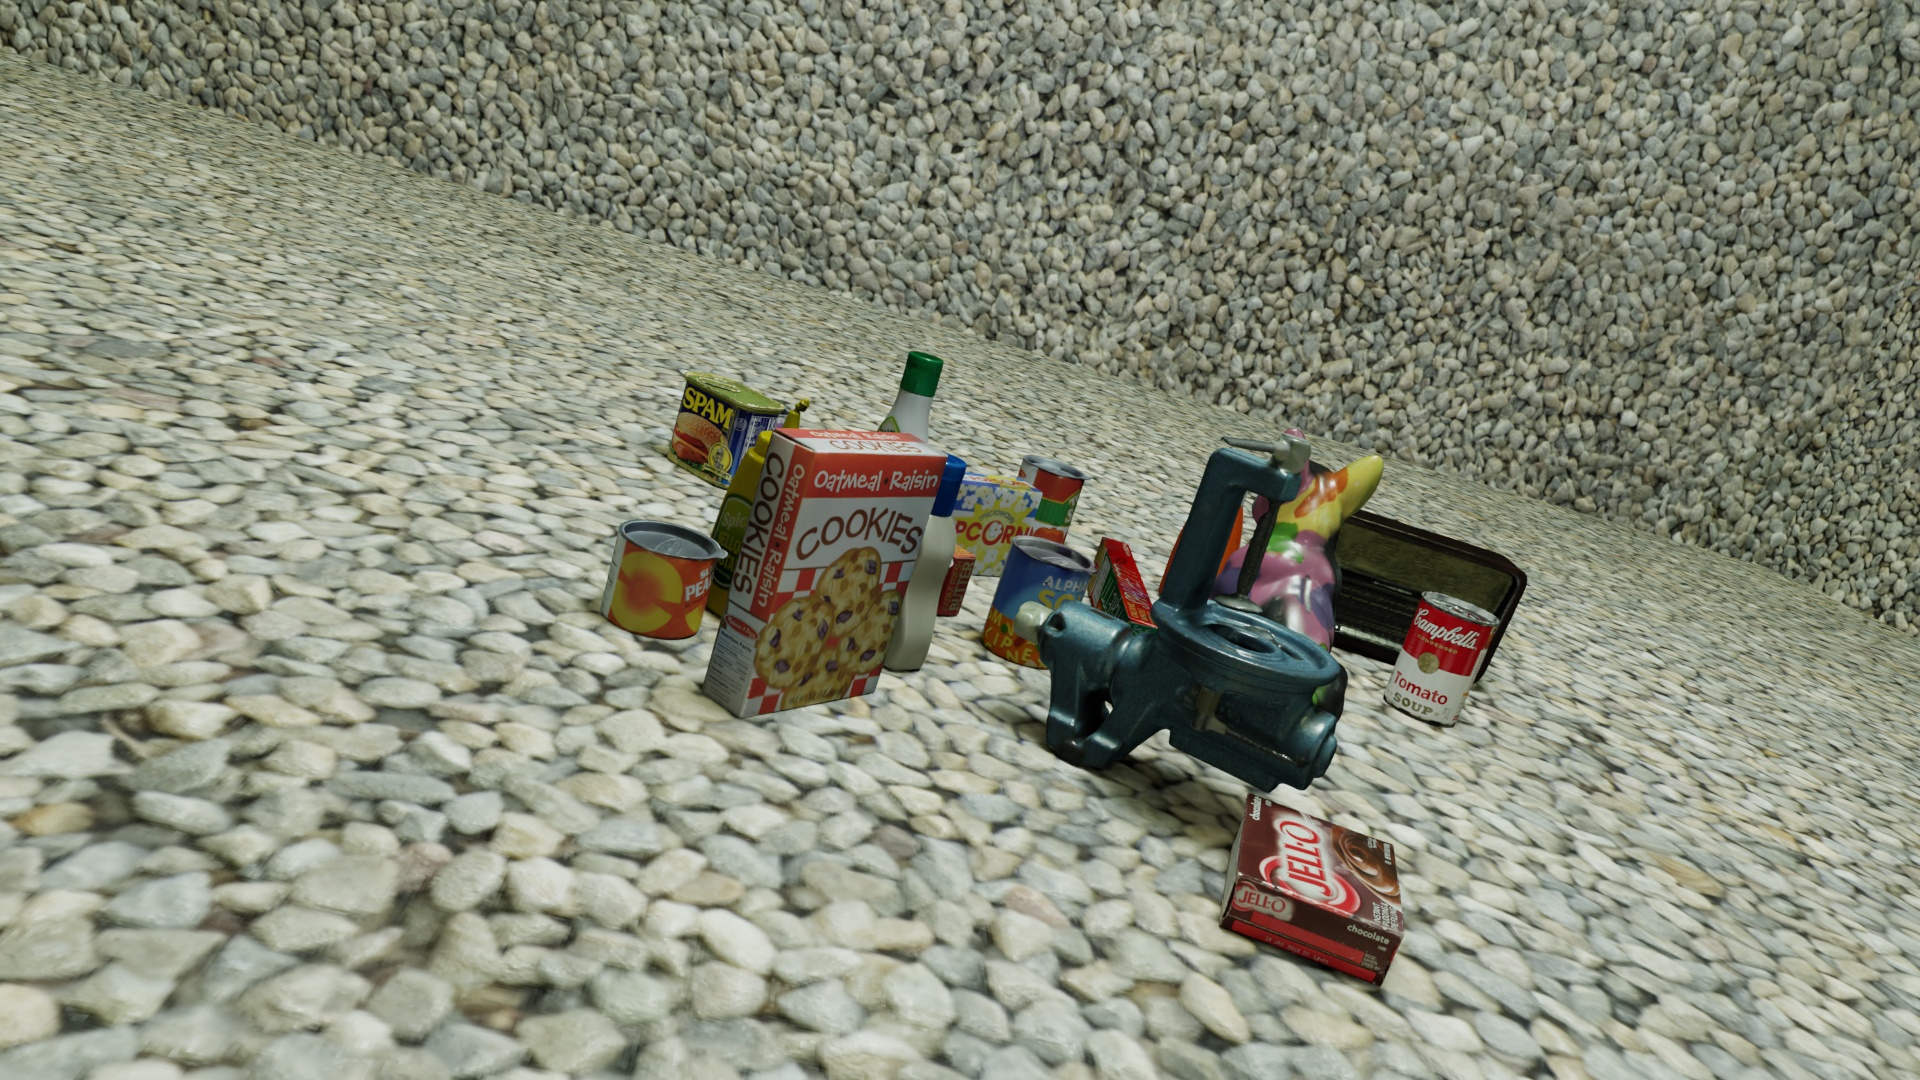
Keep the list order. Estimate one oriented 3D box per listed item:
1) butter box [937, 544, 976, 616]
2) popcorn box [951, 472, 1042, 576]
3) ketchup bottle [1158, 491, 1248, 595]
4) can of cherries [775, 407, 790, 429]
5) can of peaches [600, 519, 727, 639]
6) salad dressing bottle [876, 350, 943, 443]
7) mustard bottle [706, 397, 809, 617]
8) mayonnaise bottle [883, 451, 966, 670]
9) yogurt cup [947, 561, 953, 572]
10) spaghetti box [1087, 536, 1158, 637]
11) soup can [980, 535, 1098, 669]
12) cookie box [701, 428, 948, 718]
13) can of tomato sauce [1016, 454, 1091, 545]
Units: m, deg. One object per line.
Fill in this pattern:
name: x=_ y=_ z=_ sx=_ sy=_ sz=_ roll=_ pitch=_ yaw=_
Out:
butter box: x=-0.032 y=0.017 z=1.123 sx=0.024 sy=0.053 sz=0.104 roll=5 pitch=19 yaw=-41
popcorn box: x=0.004 y=-0.015 z=1.220 sx=0.127 sy=0.085 sz=0.038 roll=5 pitch=19 yaw=-40
ketchup bottle: x=0.239 y=-0.005 z=1.323 sx=0.043 sy=0.148 sz=0.065 roll=4 pitch=20 yaw=-44
can of cherries: x=-0.207 y=-0.107 z=1.367 sx=0.071 sy=0.058 sz=0.072 roll=16 pitch=14 yaw=-4
can of peaches: x=-0.192 y=0.025 z=0.899 sx=0.071 sy=0.058 sz=0.071 roll=16 pitch=14 yaw=-4
salad dressing bottle: x=-0.055 y=-0.116 z=1.398 sx=0.044 sy=0.147 sz=0.064 roll=4 pitch=19 yaw=-42
mustard bottle: x=-0.131 y=-0.022 z=0.942 sx=0.065 sy=0.159 sz=0.049 roll=27 pitch=17 yaw=33
mayonnaise bottle: x=-0.033 y=0.012 z=0.954 sx=0.041 sy=0.147 sz=0.065 roll=4 pitch=19 yaw=-42
yogurt cup: x=-0.045 y=0.029 z=1.062 sx=0.072 sy=0.053 sz=0.072 roll=16 pitch=14 yaw=-4
spaghetti box: x=0.136 y=0.054 z=1.186 sx=0.029 sy=0.050 sz=0.251 roll=16 pitch=15 yaw=-4
soup can: x=0.060 y=0.048 z=1.055 sx=0.071 sy=0.083 sz=0.071 roll=16 pitch=14 yaw=-4
cookie box: x=-0.081 y=0.017 z=0.842 sx=0.040 sy=0.167 sz=0.123 roll=27 pitch=17 yaw=33
can of tomato sauce: x=0.084 y=-0.035 z=1.388 sx=0.071 sy=0.083 sz=0.071 roll=16 pitch=14 yaw=-4
